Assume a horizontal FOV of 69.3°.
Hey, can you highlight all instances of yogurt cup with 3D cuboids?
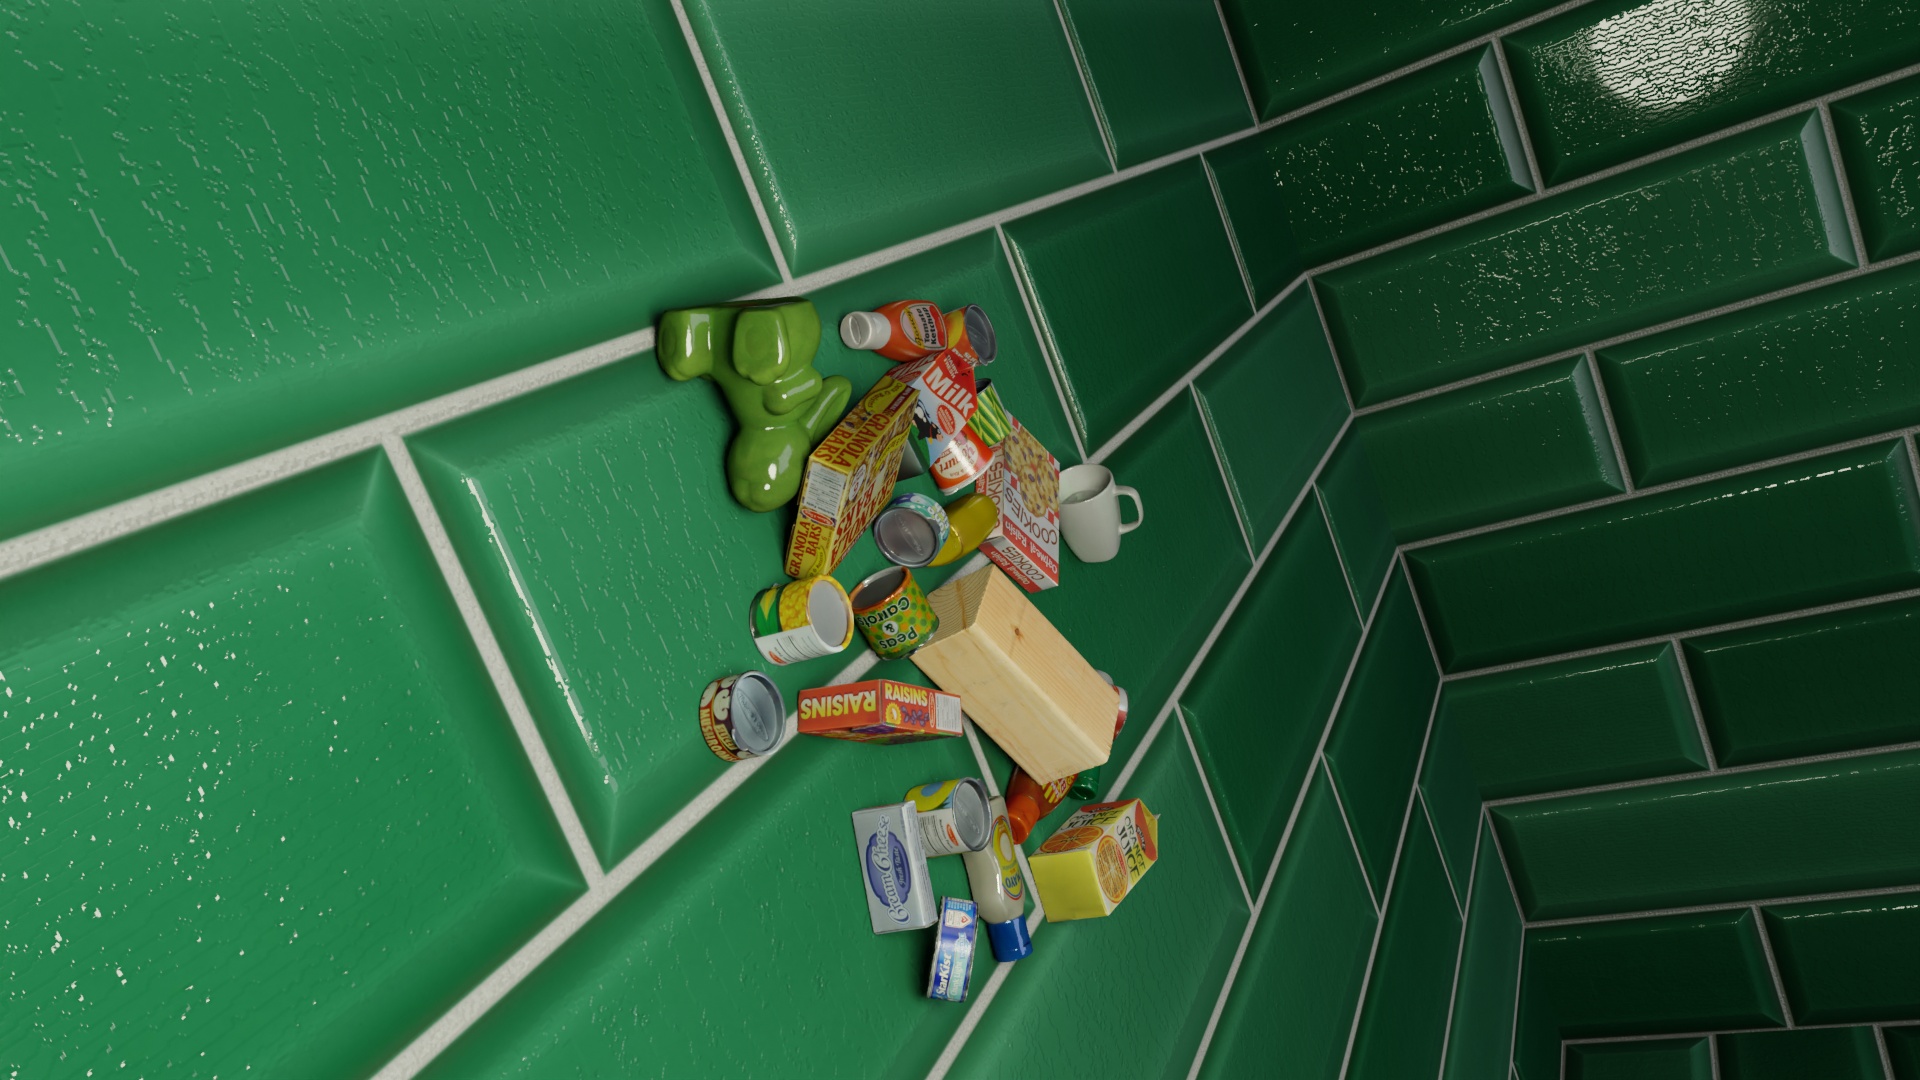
[{"bbox_3d":[-0.007,-0.090,1.423,0.054,0.072,0.073,54,34,-18],"label":"yogurt cup"}]

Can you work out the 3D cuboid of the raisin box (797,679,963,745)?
[{"bbox_3d":[-0.067,0.147,1.177,0.123,0.086,0.040,22,63,-55],"label":"raisin box"}]

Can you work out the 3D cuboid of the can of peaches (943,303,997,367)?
[{"bbox_3d":[-0.002,-0.213,1.497,0.071,0.058,0.071,35,48,-50],"label":"can of peaches"}]

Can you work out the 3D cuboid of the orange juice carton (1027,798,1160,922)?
[{"bbox_3d":[0.150,0.330,1.478,0.193,0.071,0.073,-23,97,-61],"label":"orange juice carton"}]

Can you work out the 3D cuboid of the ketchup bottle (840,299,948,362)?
[{"bbox_3d":[-0.067,-0.211,1.398,0.149,0.043,0.064,-15,89,-60],"label":"ketchup bottle"}]

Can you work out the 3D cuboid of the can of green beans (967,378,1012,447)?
[{"bbox_3d":[0.015,-0.132,1.476,0.057,0.071,0.071,64,31,-19],"label":"can of green beans"}]

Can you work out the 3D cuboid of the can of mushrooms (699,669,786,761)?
[{"bbox_3d":[-0.167,0.136,1.062,0.071,0.033,0.071,35,48,-50],"label":"can of mushrooms"}]

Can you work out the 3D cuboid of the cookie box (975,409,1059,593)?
[{"bbox_3d":[0.064,-0.042,1.545,0.122,0.040,0.168,41,42,-45],"label":"cookie box"}]

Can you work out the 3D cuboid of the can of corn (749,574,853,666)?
[{"bbox_3d":[-0.129,0.063,1.138,0.071,0.058,0.071,35,48,-50],"label":"can of corn"}]

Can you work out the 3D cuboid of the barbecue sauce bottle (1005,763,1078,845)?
[{"bbox_3d":[0.076,0.254,1.416,0.064,0.043,0.149,64,31,-12],"label":"barbecue sauce bottle"}]

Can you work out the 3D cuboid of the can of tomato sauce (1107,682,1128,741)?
[{"bbox_3d":[0.127,0.178,1.490,0.083,0.071,0.071,22,51,-18],"label":"can of tomato sauce"}]

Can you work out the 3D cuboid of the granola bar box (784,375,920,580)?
[{"bbox_3d":[-0.094,-0.054,1.208,0.166,0.039,0.123,-57,167,-54],"label":"granola bar box"}]

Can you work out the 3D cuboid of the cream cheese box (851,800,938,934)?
[{"bbox_3d":[-0.055,0.275,1.167,0.024,0.053,0.104,3,74,-61],"label":"cream cheese box"}]

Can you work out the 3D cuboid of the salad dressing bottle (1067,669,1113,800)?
[{"bbox_3d":[0.141,0.216,1.549,0.064,0.044,0.148,45,41,-36],"label":"salad dressing bottle"}]

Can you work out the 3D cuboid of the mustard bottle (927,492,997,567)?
[{"bbox_3d":[0.005,-0.018,1.408,0.048,0.065,0.161,66,26,-7],"label":"mustard bottle"}]

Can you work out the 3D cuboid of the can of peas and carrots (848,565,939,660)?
[{"bbox_3d":[-0.061,0.066,1.245,0.058,0.071,0.071,60,32,-23],"label":"can of peas and carrots"}]

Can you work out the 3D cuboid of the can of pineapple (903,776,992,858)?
[{"bbox_3d":[-0.011,0.249,1.251,0.071,0.058,0.071,35,48,-50],"label":"can of pineapple"}]

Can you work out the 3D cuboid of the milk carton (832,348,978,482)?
[{"bbox_3d":[-0.044,-0.129,1.366,0.073,0.072,0.191,63,31,-19],"label":"milk carton"}]

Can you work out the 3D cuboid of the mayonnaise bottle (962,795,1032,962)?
[{"bbox_3d":[0.034,0.320,1.312,0.065,0.041,0.148,-6,81,-63],"label":"mayonnaise bottle"}]

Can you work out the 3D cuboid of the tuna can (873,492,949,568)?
[{"bbox_3d":[-0.044,-0.011,1.310,0.071,0.071,0.033,64,29,-19],"label":"tuna can"}]
